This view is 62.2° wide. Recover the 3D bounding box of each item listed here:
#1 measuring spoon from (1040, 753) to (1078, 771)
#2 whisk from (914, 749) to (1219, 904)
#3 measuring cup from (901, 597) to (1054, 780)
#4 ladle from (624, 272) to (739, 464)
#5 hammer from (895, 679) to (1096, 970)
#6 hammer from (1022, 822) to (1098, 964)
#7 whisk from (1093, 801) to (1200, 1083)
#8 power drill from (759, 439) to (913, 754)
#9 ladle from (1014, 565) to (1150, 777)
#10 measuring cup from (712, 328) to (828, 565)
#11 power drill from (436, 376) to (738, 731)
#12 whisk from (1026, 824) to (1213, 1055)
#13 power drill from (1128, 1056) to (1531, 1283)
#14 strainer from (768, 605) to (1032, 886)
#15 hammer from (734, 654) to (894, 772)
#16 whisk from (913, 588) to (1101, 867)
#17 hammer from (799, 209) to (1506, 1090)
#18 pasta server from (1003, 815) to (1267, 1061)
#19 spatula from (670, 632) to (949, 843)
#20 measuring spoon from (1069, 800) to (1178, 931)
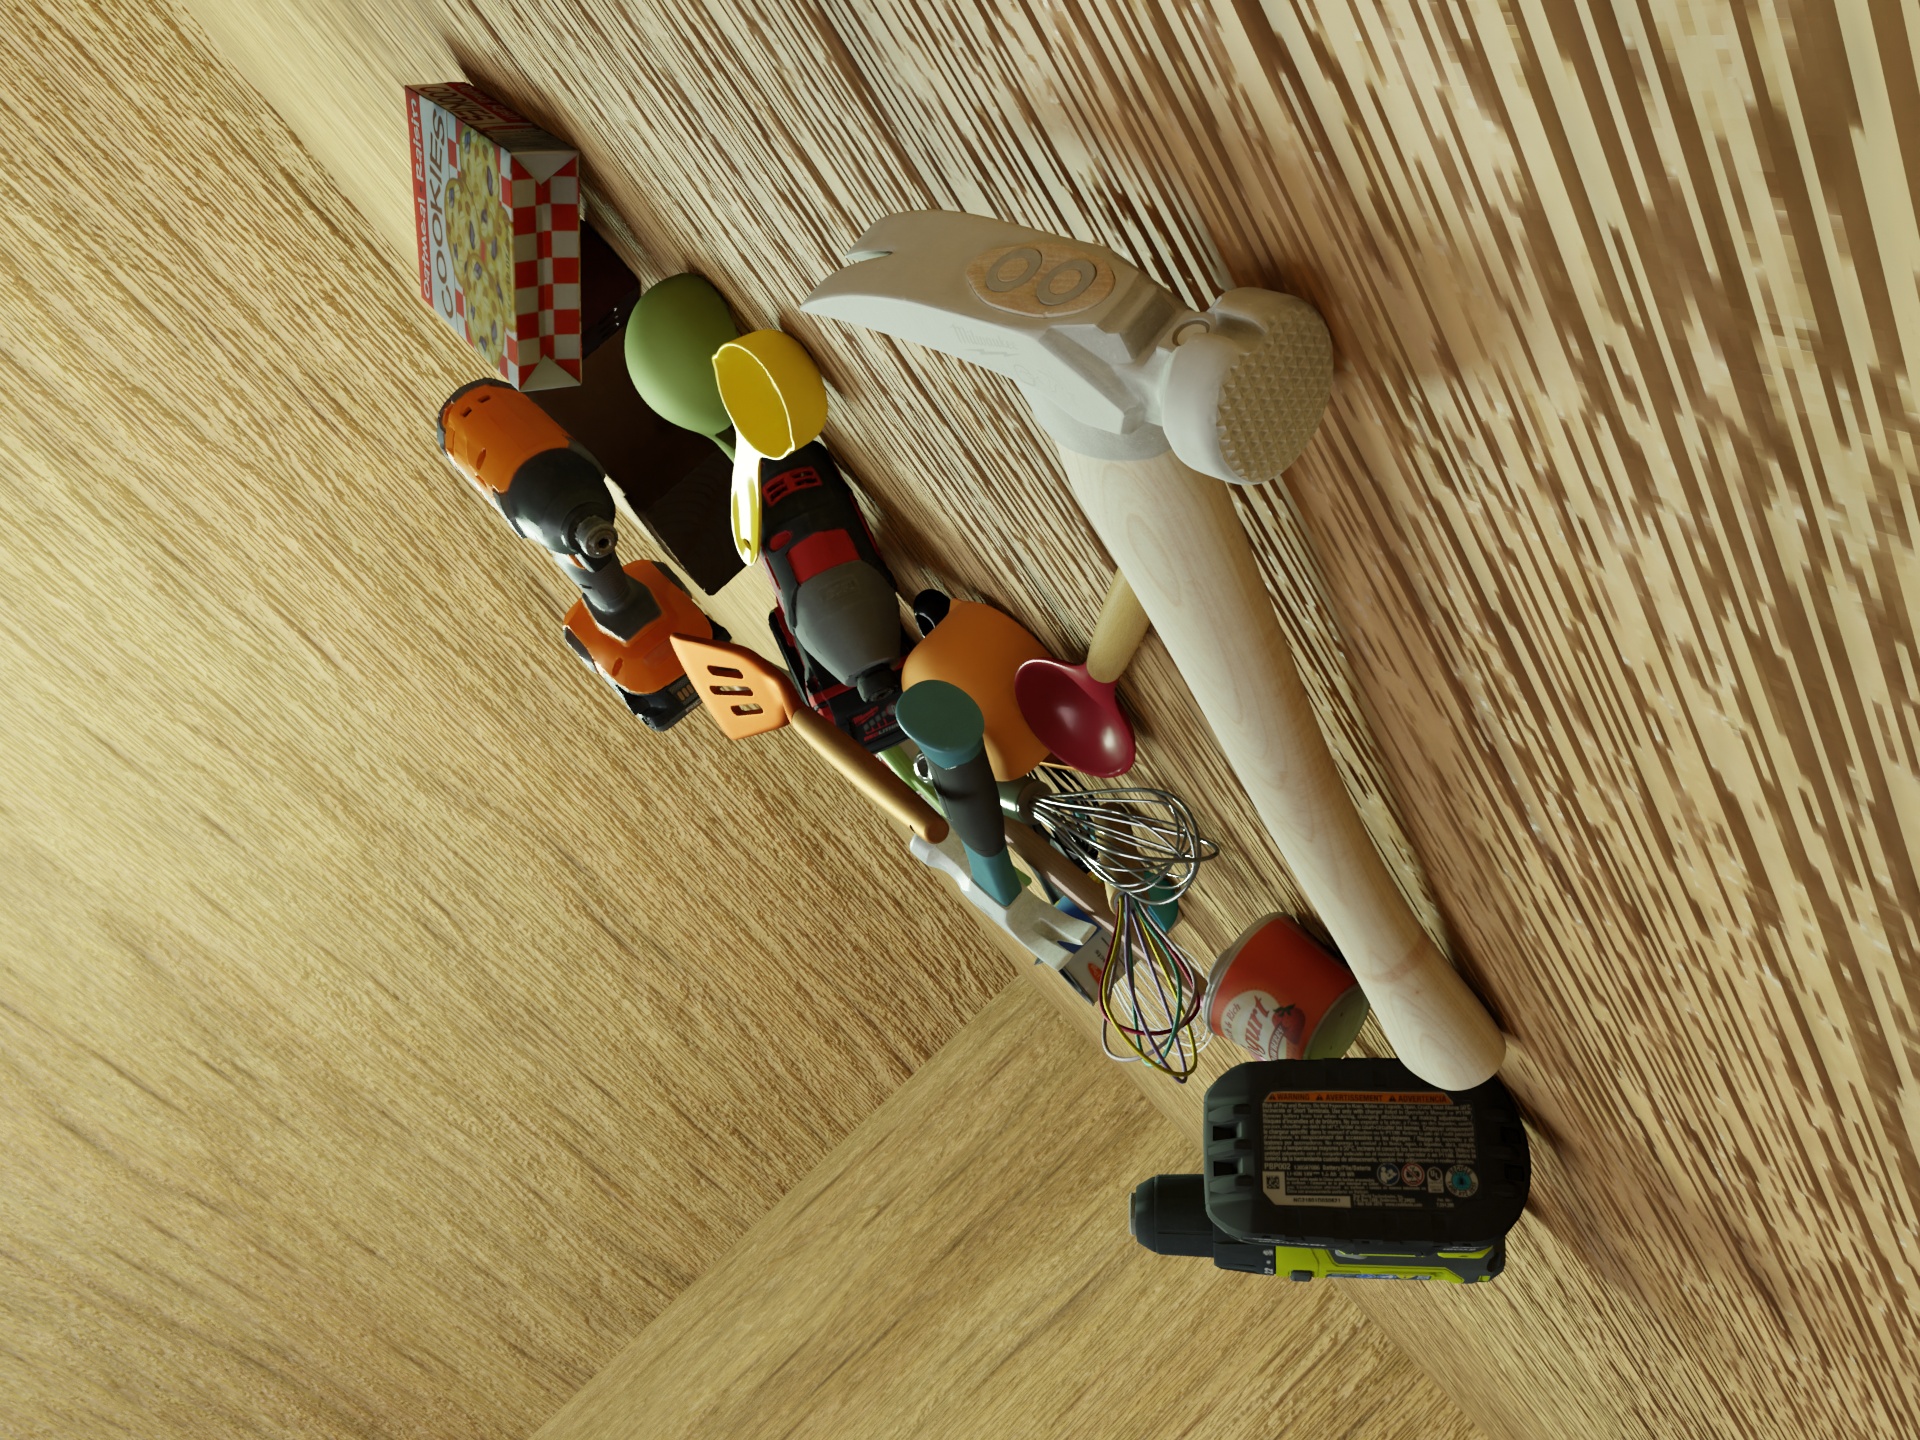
[{"bbox_3d":[0.047,0.022,0.842,0.117,0.021,0.011,6,120,48],"label":"measuring spoon"},{"bbox_3d":[0.046,0.046,0.858,0.246,0.059,0.058,18,108,55],"label":"whisk"},{"bbox_3d":[-0.001,-0.003,0.841,0.095,0.052,0.173,47,159,-4],"label":"measuring cup"},{"bbox_3d":[-0.103,-0.148,0.911,0.078,0.062,0.320,51,-178,22],"label":"ladle"},{"bbox_3d":[0.008,0.054,0.818,0.128,0.033,0.330,39,168,18],"label":"hammer"},{"bbox_3d":[-0.012,0.036,1.217,0.337,0.034,0.127,47,145,35],"label":"hammer"},{"bbox_3d":[0.087,0.101,0.814,0.245,0.047,0.051,-92,7,-66],"label":"whisk"},{"bbox_3d":[-0.066,-0.054,0.909,0.219,0.078,0.143,85,160,-75],"label":"power drill"},{"bbox_3d":[0.057,-0.028,0.615,0.069,0.031,0.315,41,171,7],"label":"ladle"},{"bbox_3d":[-0.092,-0.127,0.767,0.062,0.029,0.156,48,154,16],"label":"measuring cup"},{"bbox_3d":[-0.223,-0.094,0.991,0.164,0.084,0.226,41,166,38],"label":"power drill"},{"bbox_3d":[0.096,0.135,1.192,0.285,0.070,0.070,50,175,32],"label":"whisk"},{"bbox_3d":[0.173,0.229,0.770,0.228,0.190,0.080,70,-160,-63],"label":"power drill"},{"bbox_3d":[-0.023,0.010,1.113,0.256,0.069,0.151,46,175,20],"label":"strainer"},{"bbox_3d":[-0.110,-0.015,1.253,0.130,0.031,0.331,52,-174,14],"label":"hammer"},{"bbox_3d":[0.029,0.011,0.937,0.055,0.055,0.238,39,165,51],"label":"whisk"},{"bbox_3d":[0.095,0.013,0.495,0.146,0.038,0.410,29,164,42],"label":"hammer"},{"bbox_3d":[0.123,0.133,0.915,0.316,0.040,0.060,40,171,14],"label":"pasta server"},{"bbox_3d":[-0.083,0.012,0.851,0.323,0.041,0.081,33,153,61],"label":"spatula"},{"bbox_3d":[0.103,0.082,1.016,0.129,0.021,0.042,54,178,40],"label":"measuring spoon"}]
